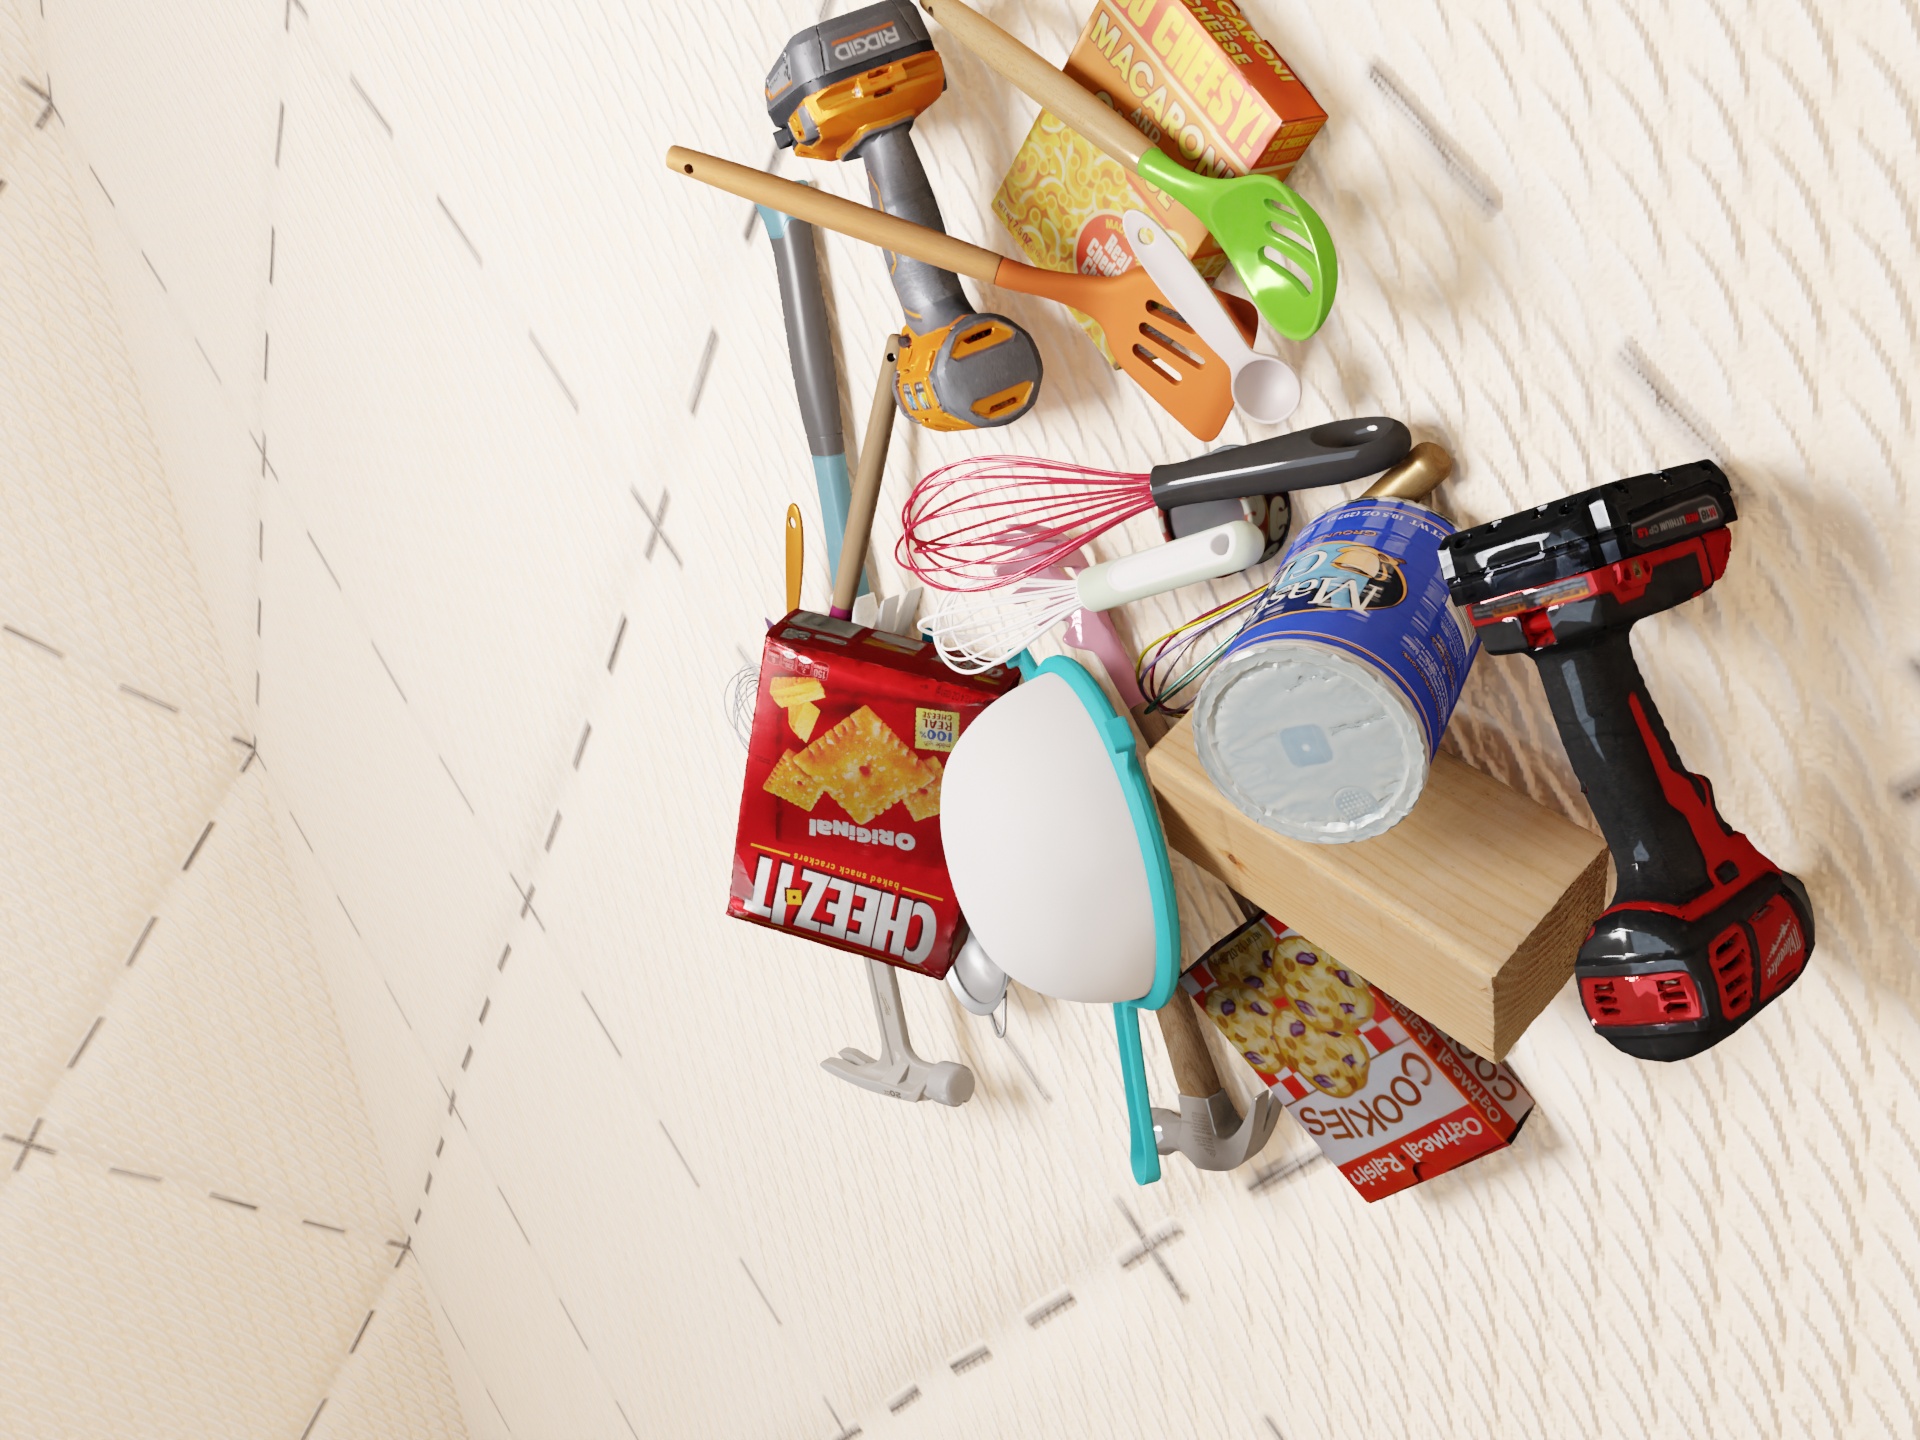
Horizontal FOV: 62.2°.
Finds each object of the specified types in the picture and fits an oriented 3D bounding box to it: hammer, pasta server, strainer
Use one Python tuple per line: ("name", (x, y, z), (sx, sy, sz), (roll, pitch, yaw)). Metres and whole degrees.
("hammer", (-0.080, 0.111, 1.174), (0.149, 0.036, 0.359), (3, 110, 45))
("hammer", (0.119, 0.130, 1.004), (0.130, 0.031, 0.331), (-10, 101, 54))
("pasta server", (0.114, 0.017, 0.943), (0.316, 0.040, 0.060), (61, 152, 6))
("strainer", (-0.017, 0.113, 1.163), (0.259, 0.050, 0.086), (57, 139, 22))
("hammer", (-0.095, -0.197, 1.093), (0.128, 0.033, 0.330), (15, 120, 48))
("strainer", (0.053, 0.134, 0.930), (0.211, 0.095, 0.340), (-135, 33, -69))

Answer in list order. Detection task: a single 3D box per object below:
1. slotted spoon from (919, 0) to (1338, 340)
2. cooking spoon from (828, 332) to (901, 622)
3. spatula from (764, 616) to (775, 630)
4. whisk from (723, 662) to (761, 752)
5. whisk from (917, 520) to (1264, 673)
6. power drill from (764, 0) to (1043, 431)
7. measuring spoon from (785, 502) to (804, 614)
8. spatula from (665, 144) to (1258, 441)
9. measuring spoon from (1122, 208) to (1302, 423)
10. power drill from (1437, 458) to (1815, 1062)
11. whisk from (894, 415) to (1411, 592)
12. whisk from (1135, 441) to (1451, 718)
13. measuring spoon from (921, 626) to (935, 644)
("slotted spoon", (0.075, -0.283, 0.764), (0.314, 0.031, 0.070), (48, 159, 29))
("cooking spoon", (-0.074, -0.101, 1.065), (0.069, 0.017, 0.318), (20, 112, 14))
("spatula", (-0.045, 0.028, 1.165), (0.316, 0.018, 0.059), (43, 163, 27))
("whisk", (-0.094, 0.077, 1.231), (0.284, 0.070, 0.070), (57, 144, 5))
("whisk", (0.066, -0.071, 0.881), (0.246, 0.059, 0.058), (-14, 73, 47))
("power drill", (-0.034, -0.274, 0.914), (0.226, 0.084, 0.164), (68, 169, -13))
("measuring spoon", (-0.124, -0.104, 1.145), (0.021, 0.011, 0.116), (38, 136, 36))
("spatula", (-0.005, -0.234, 0.812), (0.322, 0.041, 0.081), (21, 134, 6))
("measuring spoon", (0.121, -0.195, 0.759), (0.124, 0.018, 0.034), (50, 134, -6))
("power drill", (0.284, 0.013, 0.647), (0.078, 0.143, 0.220), (-17, 89, 50))
("whisk", (0.085, -0.116, 0.816), (0.296, 0.073, 0.073), (-7, 104, 34))
("whisk", (0.164, -0.067, 0.830), (0.047, 0.051, 0.245), (62, 141, 16))
("measuring spoon", (-0.002, -0.004, 1.103), (0.042, 0.021, 0.128), (-17, 86, 53))
